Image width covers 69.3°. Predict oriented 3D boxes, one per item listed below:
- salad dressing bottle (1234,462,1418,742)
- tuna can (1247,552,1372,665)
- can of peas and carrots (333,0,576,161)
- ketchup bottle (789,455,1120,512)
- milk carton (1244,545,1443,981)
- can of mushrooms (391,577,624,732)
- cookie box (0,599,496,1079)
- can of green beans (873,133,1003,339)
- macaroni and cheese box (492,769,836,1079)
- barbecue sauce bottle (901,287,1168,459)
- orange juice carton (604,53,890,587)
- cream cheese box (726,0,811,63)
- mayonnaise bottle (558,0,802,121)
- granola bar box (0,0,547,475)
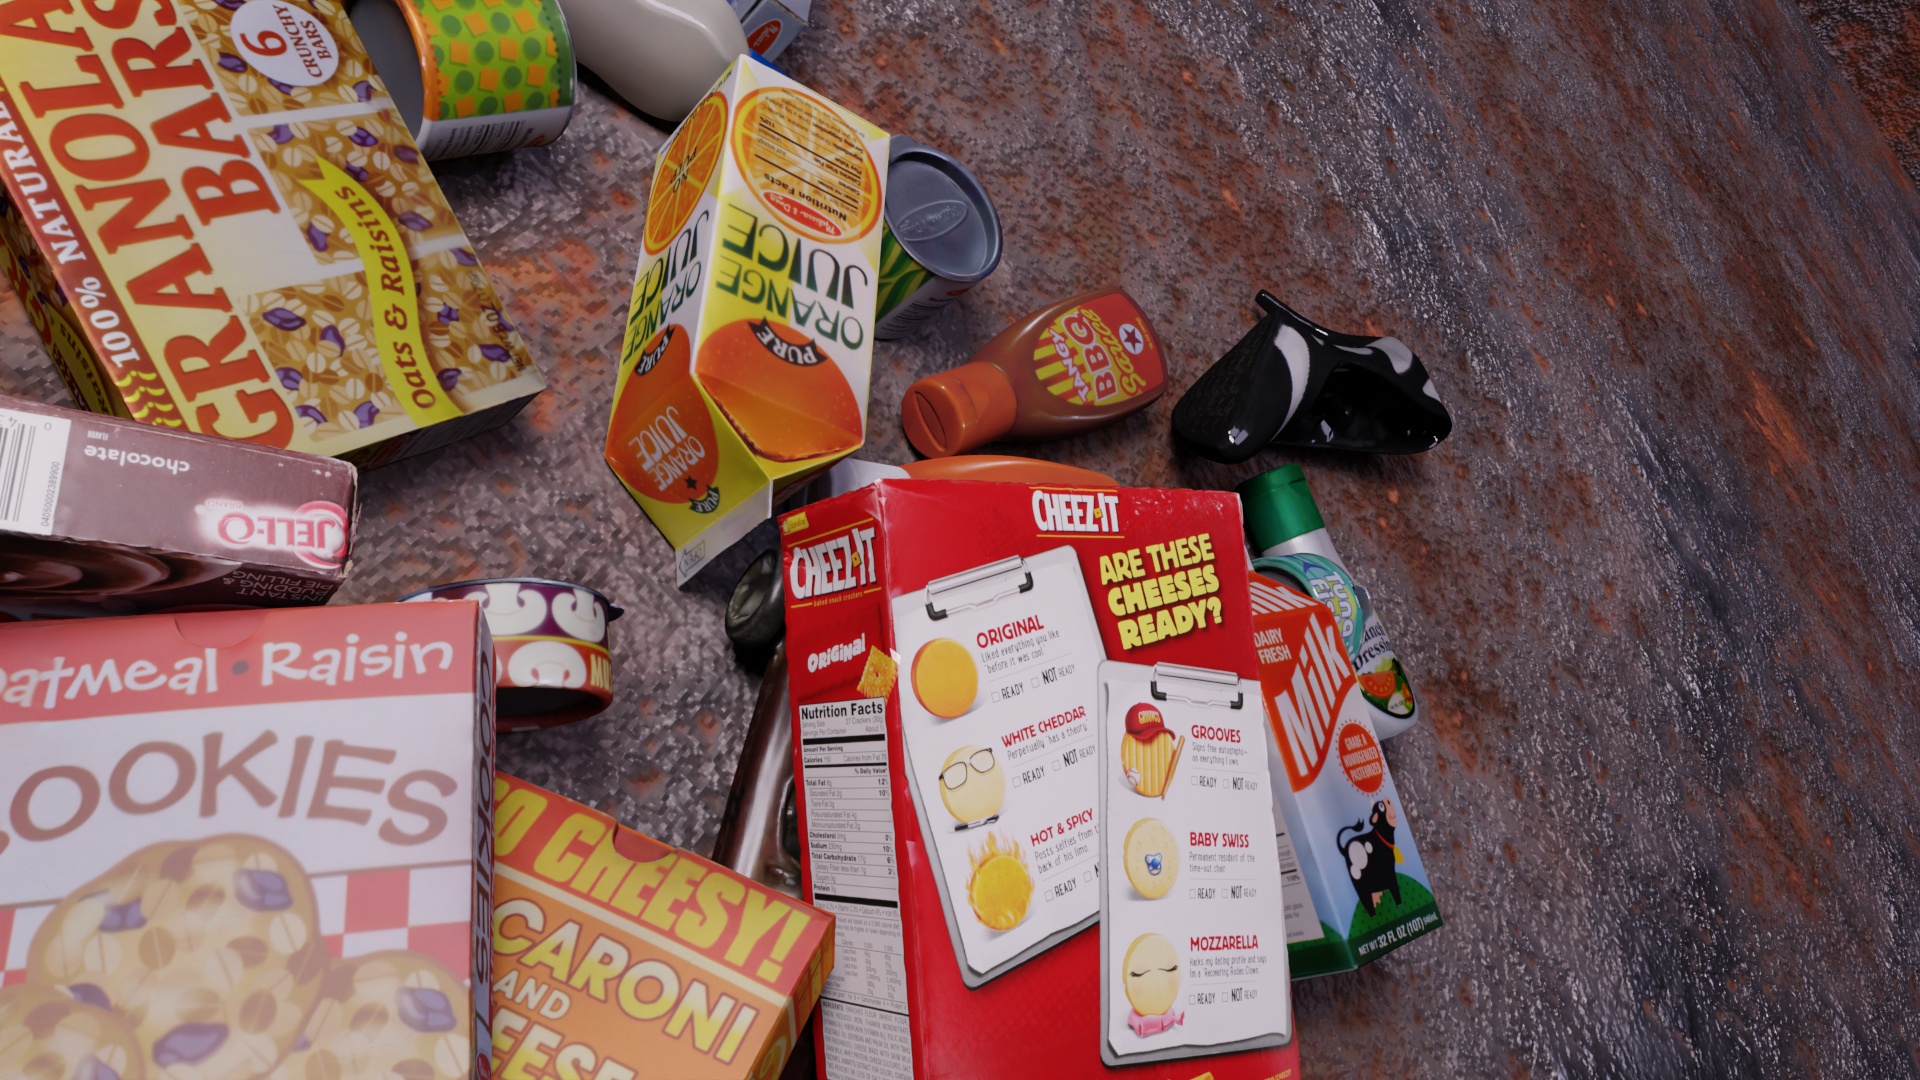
[{"bbox_3d":[0.186,0.033,0.719,0.064,0.044,0.148,-14,79,-45],"label":"salad dressing bottle"},{"bbox_3d":[0.162,0.039,0.677,0.033,0.071,0.071,-4,73,-40],"label":"tuna can"},{"bbox_3d":[-0.180,-0.172,0.491,0.059,0.070,0.071,-26,88,-44],"label":"can of peas and carrots"},{"bbox_3d":[0.002,-0.007,0.580,0.149,0.043,0.065,9,85,-36],"label":"ketchup bottle"},{"bbox_3d":[0.138,0.094,0.628,0.072,0.073,0.191,-6,73,-42],"label":"milk carton"},{"bbox_3d":[-0.138,0.036,0.426,0.071,0.070,0.033,7,66,-38],"label":"can of mushrooms"},{"bbox_3d":[-0.174,0.097,0.321,0.123,0.040,0.168,-3,59,-13],"label":"cookie box"},{"bbox_3d":[-0.025,-0.130,0.609,0.071,0.057,0.071,18,59,-33],"label":"can of green beans"},{"bbox_3d":[-0.123,0.150,0.360,0.124,0.040,0.167,20,49,12],"label":"macaroni and cheese box"},{"bbox_3d":[0.035,-0.073,0.643,0.149,0.043,0.065,-25,89,-44],"label":"barbecue sauce bottle"},{"bbox_3d":[-0.080,-0.080,0.529,0.073,0.071,0.193,21,57,-32],"label":"orange juice carton"},{"bbox_3d":[-0.085,-0.257,0.623,0.024,0.053,0.104,26,55,-32],"label":"cream cheese box"},{"bbox_3d":[-0.126,-0.206,0.560,0.148,0.064,0.041,29,45,-32],"label":"mayonnaise bottle"},{"bbox_3d":[-0.226,-0.097,0.435,0.125,0.039,0.165,-28,89,-45],"label":"granola bar box"}]
